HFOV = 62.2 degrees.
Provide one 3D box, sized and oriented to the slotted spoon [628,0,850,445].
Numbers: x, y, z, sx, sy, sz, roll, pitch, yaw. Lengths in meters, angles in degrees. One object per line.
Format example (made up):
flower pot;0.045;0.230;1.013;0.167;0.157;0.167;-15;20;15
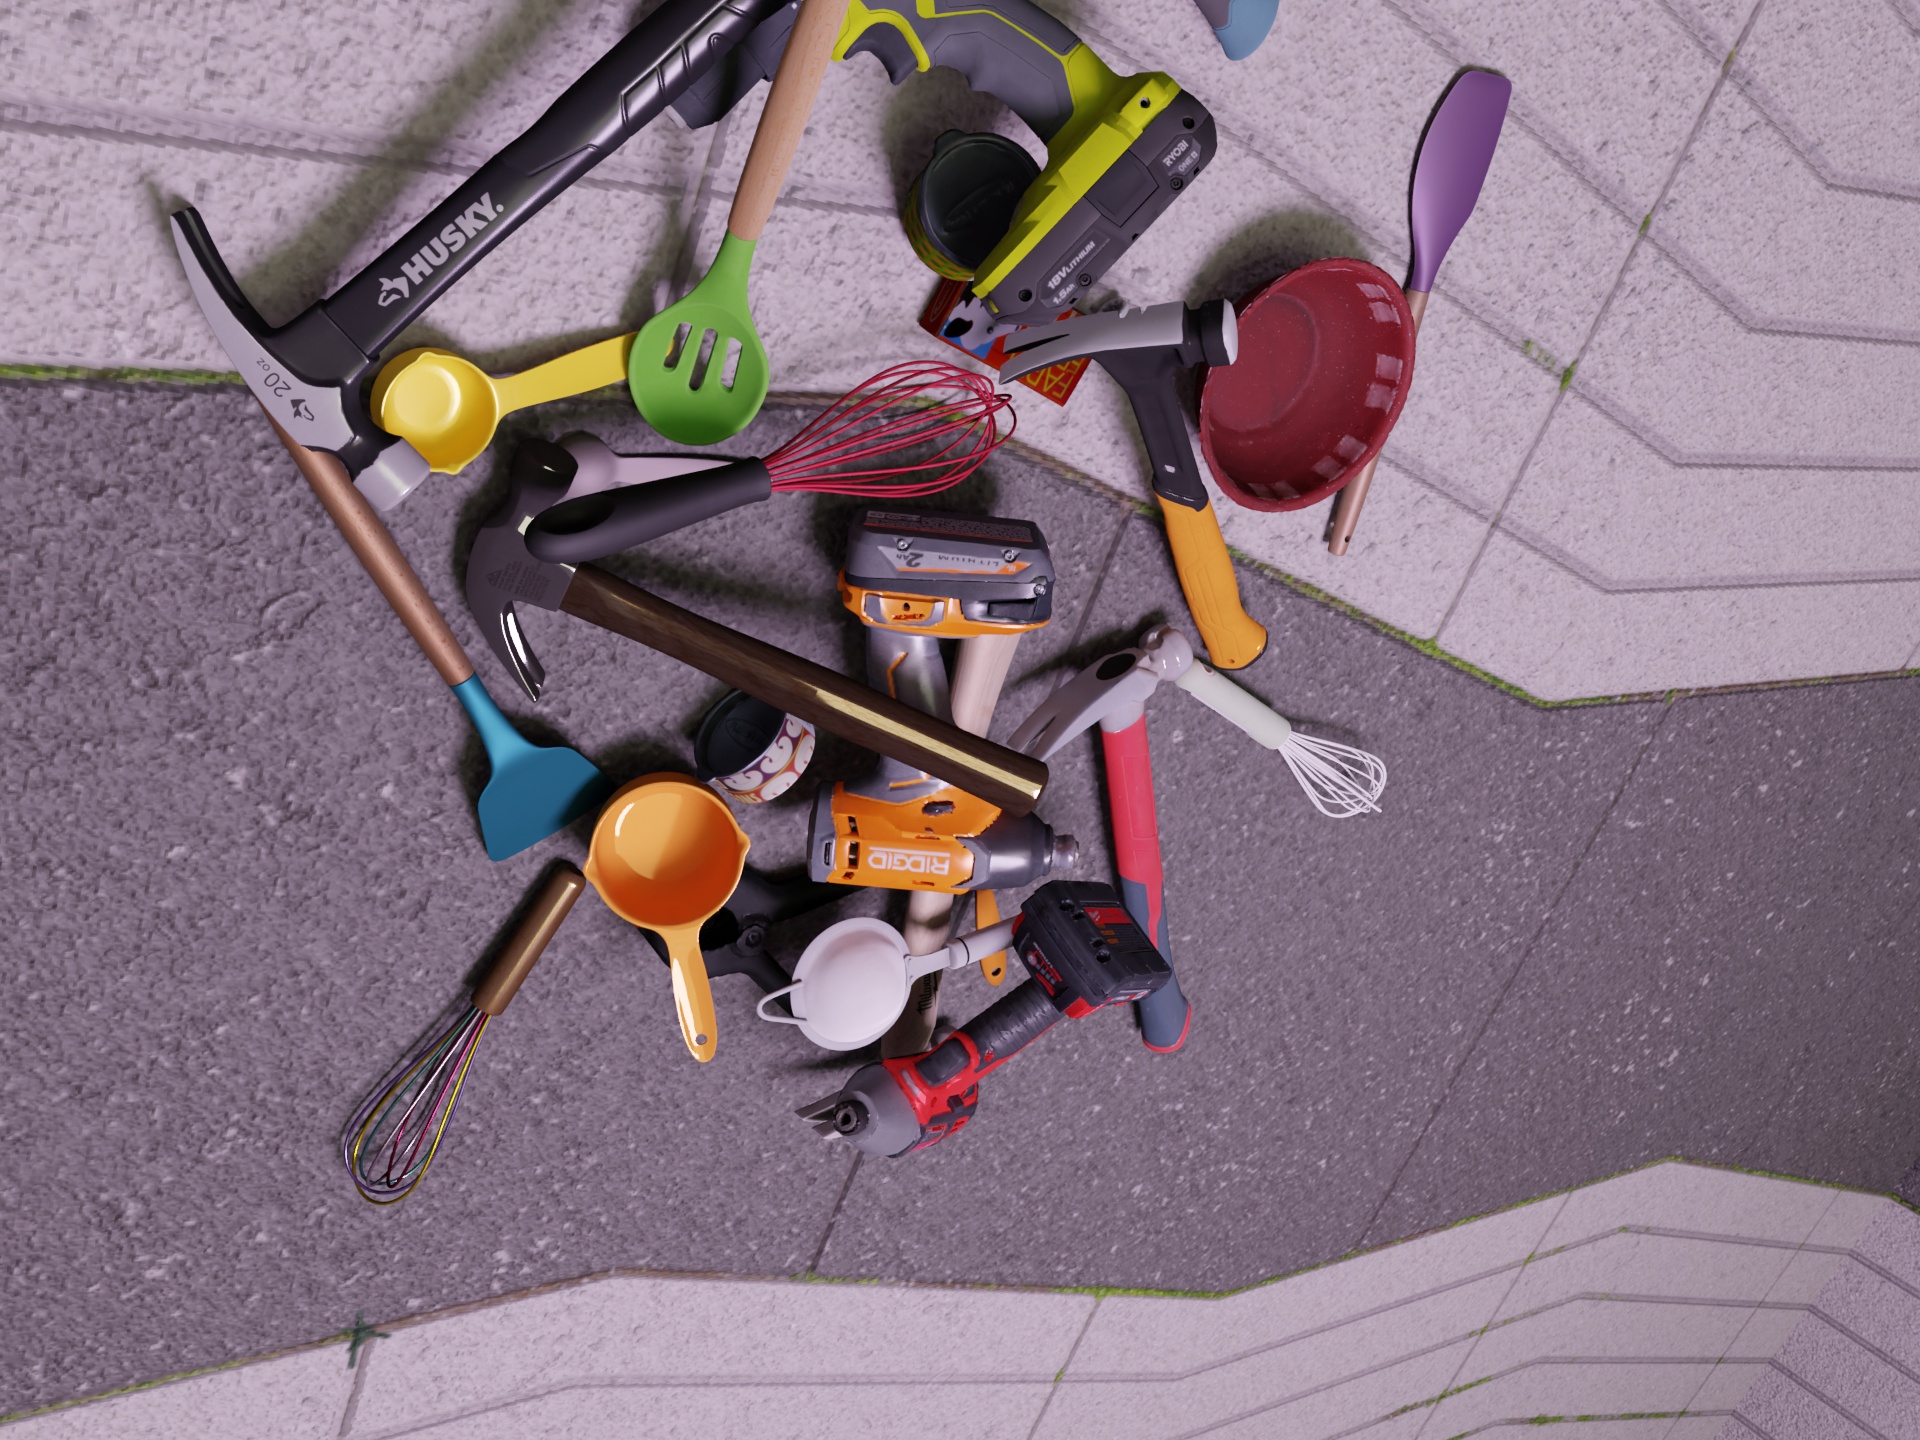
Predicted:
slotted spoon;-0.088;-0.240;0.715;0.070;0.031;0.313;17;142;-15

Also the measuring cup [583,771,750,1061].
measuring cup;-0.167;0.114;0.942;0.095;0.052;0.173;-10;104;-10

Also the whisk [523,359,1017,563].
whisk;-0.089;-0.130;0.824;0.296;0.073;0.073;-23;130;-33

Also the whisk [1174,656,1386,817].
whisk;0.235;0.013;1.161;0.246;0.058;0.059;30;110;-36

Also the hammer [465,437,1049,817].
hammer;-0.104;-0.023;0.856;0.331;0.031;0.130;25;117;-15

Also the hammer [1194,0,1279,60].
hammer;0.062;-0.448;0.761;0.128;0.033;0.330;-50;131;5

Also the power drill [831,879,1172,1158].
power drill;0.016;0.197;1.007;0.219;0.079;0.143;-42;159;15

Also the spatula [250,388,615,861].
spatula;-0.277;-0.046;0.827;0.082;0.044;0.317;-32;126;-12

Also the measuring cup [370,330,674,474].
measuring cup;-0.215;-0.170;0.787;0.156;0.029;0.062;-26;130;-30

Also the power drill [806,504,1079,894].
power drill;-0.001;-0.003;0.934;0.164;0.084;0.226;6;110;-2

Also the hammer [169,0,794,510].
hammer;-0.182;-0.248;0.687;0.335;0.035;0.146;-38;114;7

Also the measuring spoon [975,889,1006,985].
measuring spoon;0.022;0.150;1.142;0.021;0.011;0.116;-21;128;-18

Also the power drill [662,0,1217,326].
power drill;-0.013;-0.294;0.739;0.228;0.080;0.190;43;95;-11

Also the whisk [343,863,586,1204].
whisk;-0.294;0.191;0.958;0.051;0.047;0.245;29;99;-39

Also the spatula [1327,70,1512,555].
spatula;0.288;-0.255;1.035;0.059;0.018;0.315;-4;120;-28

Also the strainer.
strainer;-0.009;0.152;1.029;0.258;0.050;0.087;-15;108;-35

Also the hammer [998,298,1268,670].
hammer;0.130;-0.125;0.968;0.127;0.034;0.336;-3;150;19

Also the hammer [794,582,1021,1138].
hammer;-0.021;0.091;1.042;0.146;0.038;0.410;-17;126;-45

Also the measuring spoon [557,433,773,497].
measuring spoon;-0.156;-0.129;0.845;0.124;0.018;0.034;0;119;-29

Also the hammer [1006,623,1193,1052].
hammer;0.119;0.118;1.148;0.143;0.038;0.385;-35;135;-26
